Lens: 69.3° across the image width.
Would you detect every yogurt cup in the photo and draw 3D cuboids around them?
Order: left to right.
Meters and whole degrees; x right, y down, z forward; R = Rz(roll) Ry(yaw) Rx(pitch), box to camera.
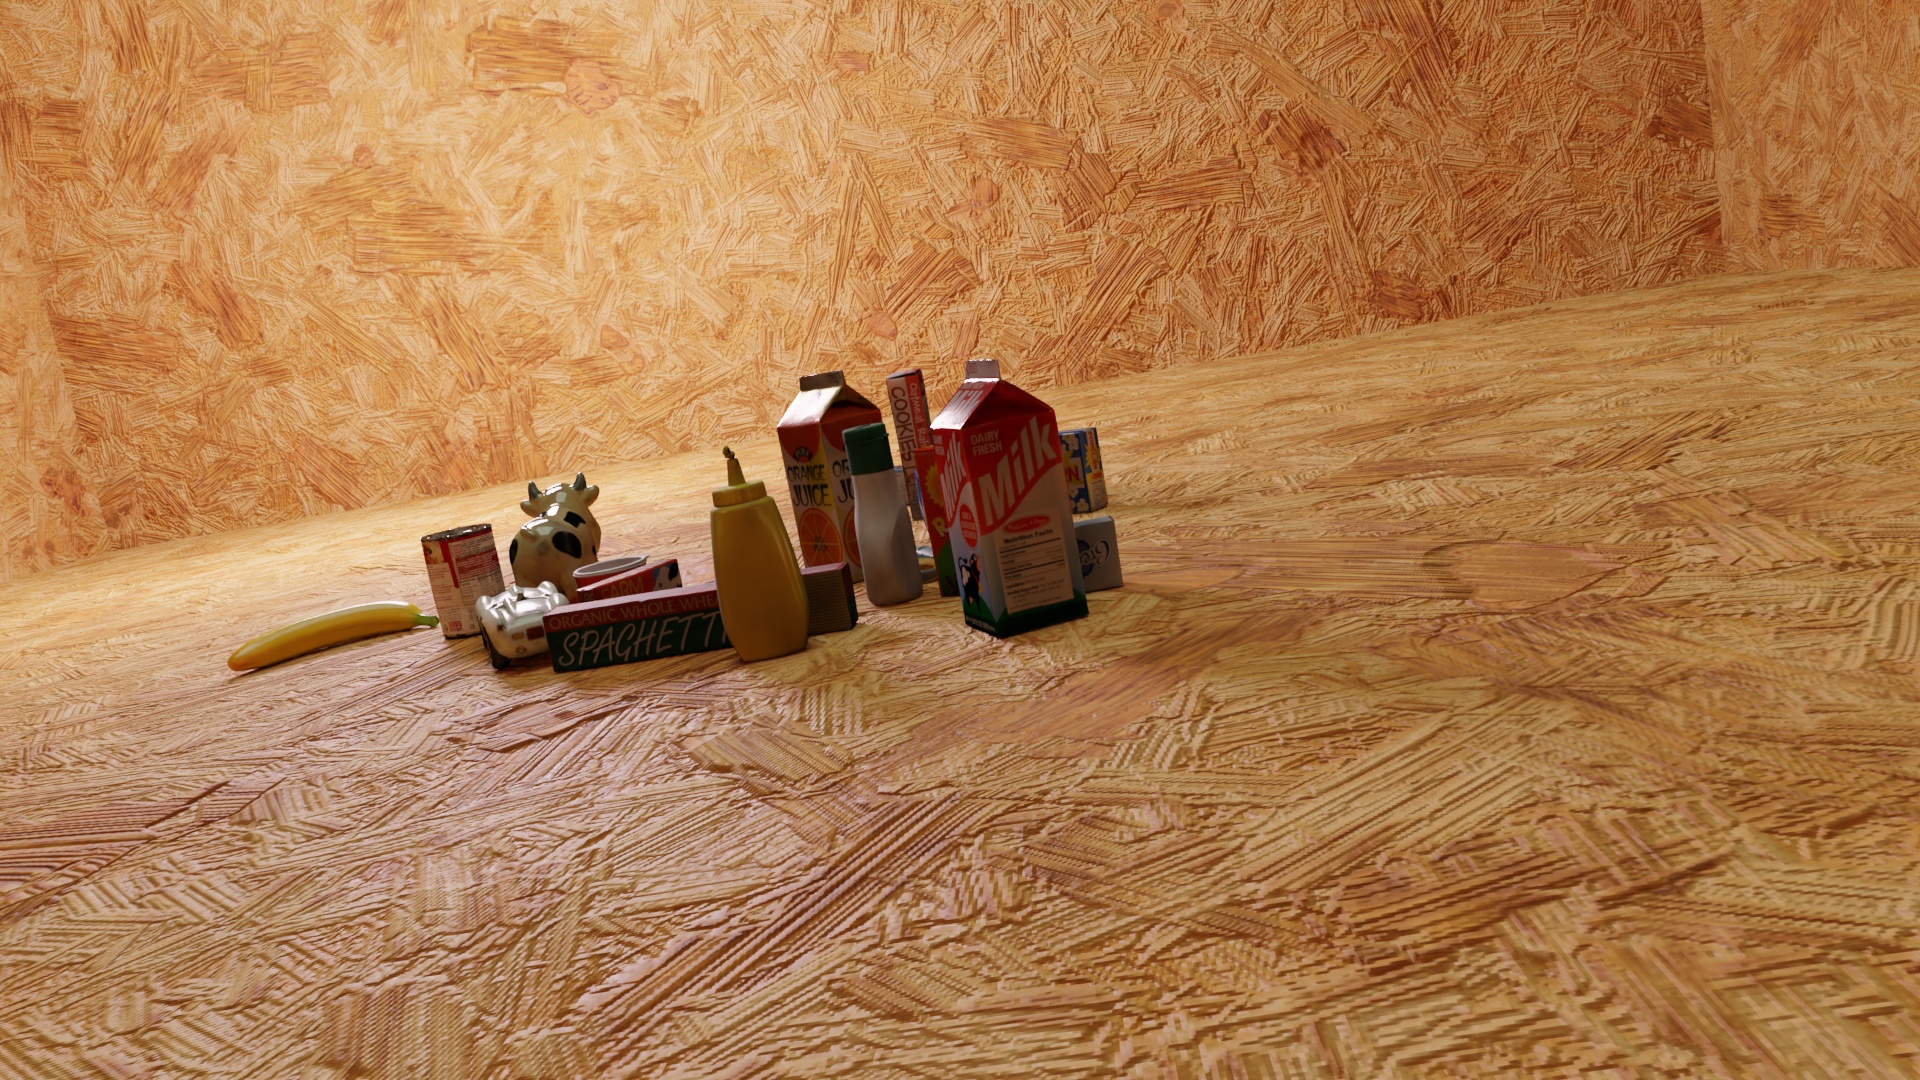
[{"bbox_3d":[-0.320,0.048,1.290,0.072,0.054,0.072,-10,9,2],"label":"yogurt cup"}]

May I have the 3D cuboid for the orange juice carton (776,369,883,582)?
[{"bbox_3d":[-0.113,-0.061,1.293,0.073,0.192,0.071,-17,11,-39],"label":"orange juice carton"}]

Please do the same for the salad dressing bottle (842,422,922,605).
[{"bbox_3d":[-0.066,-0.022,1.150,0.044,0.147,0.064,-7,9,19],"label":"salad dressing bottle"}]

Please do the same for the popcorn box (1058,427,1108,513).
[{"bbox_3d":[0.089,-0.071,1.467,0.126,0.085,0.038,-3,12,38],"label":"popcorn box"}]

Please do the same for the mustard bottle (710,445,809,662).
[{"bbox_3d":[-0.154,0.007,1.030,0.065,0.160,0.049,-11,9,-6],"label":"mustard bottle"}]

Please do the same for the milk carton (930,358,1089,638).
[{"bbox_3d":[0.031,-0.034,0.988,0.073,0.190,0.072,-13,9,-18],"label":"milk carton"}]

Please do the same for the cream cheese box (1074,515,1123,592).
[{"bbox_3d":[0.070,0.017,1.061,0.104,0.053,0.024,-10,9,-2],"label":"cream cheese box"}]

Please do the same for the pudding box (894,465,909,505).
[{"bbox_3d":[-0.084,-0.069,1.746,0.083,0.049,0.030,-3,12,38],"label":"pudding box"}]

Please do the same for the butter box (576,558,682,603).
[{"bbox_3d":[-0.286,0.054,1.222,0.024,0.053,0.104,-4,11,34],"label":"butter box"}]

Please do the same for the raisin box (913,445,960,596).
[{"bbox_3d":[0.016,-0.020,1.121,0.086,0.123,0.040,-4,11,33],"label":"raisin box"}]

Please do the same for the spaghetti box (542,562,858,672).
[{"bbox_3d":[-0.207,0.062,1.098,0.250,0.050,0.029,-9,9,7],"label":"spaghetti box"}]

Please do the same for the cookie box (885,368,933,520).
[{"bbox_3d":[-0.051,-0.116,1.633,0.040,0.167,0.123,-10,9,2],"label":"cookie box"}]
